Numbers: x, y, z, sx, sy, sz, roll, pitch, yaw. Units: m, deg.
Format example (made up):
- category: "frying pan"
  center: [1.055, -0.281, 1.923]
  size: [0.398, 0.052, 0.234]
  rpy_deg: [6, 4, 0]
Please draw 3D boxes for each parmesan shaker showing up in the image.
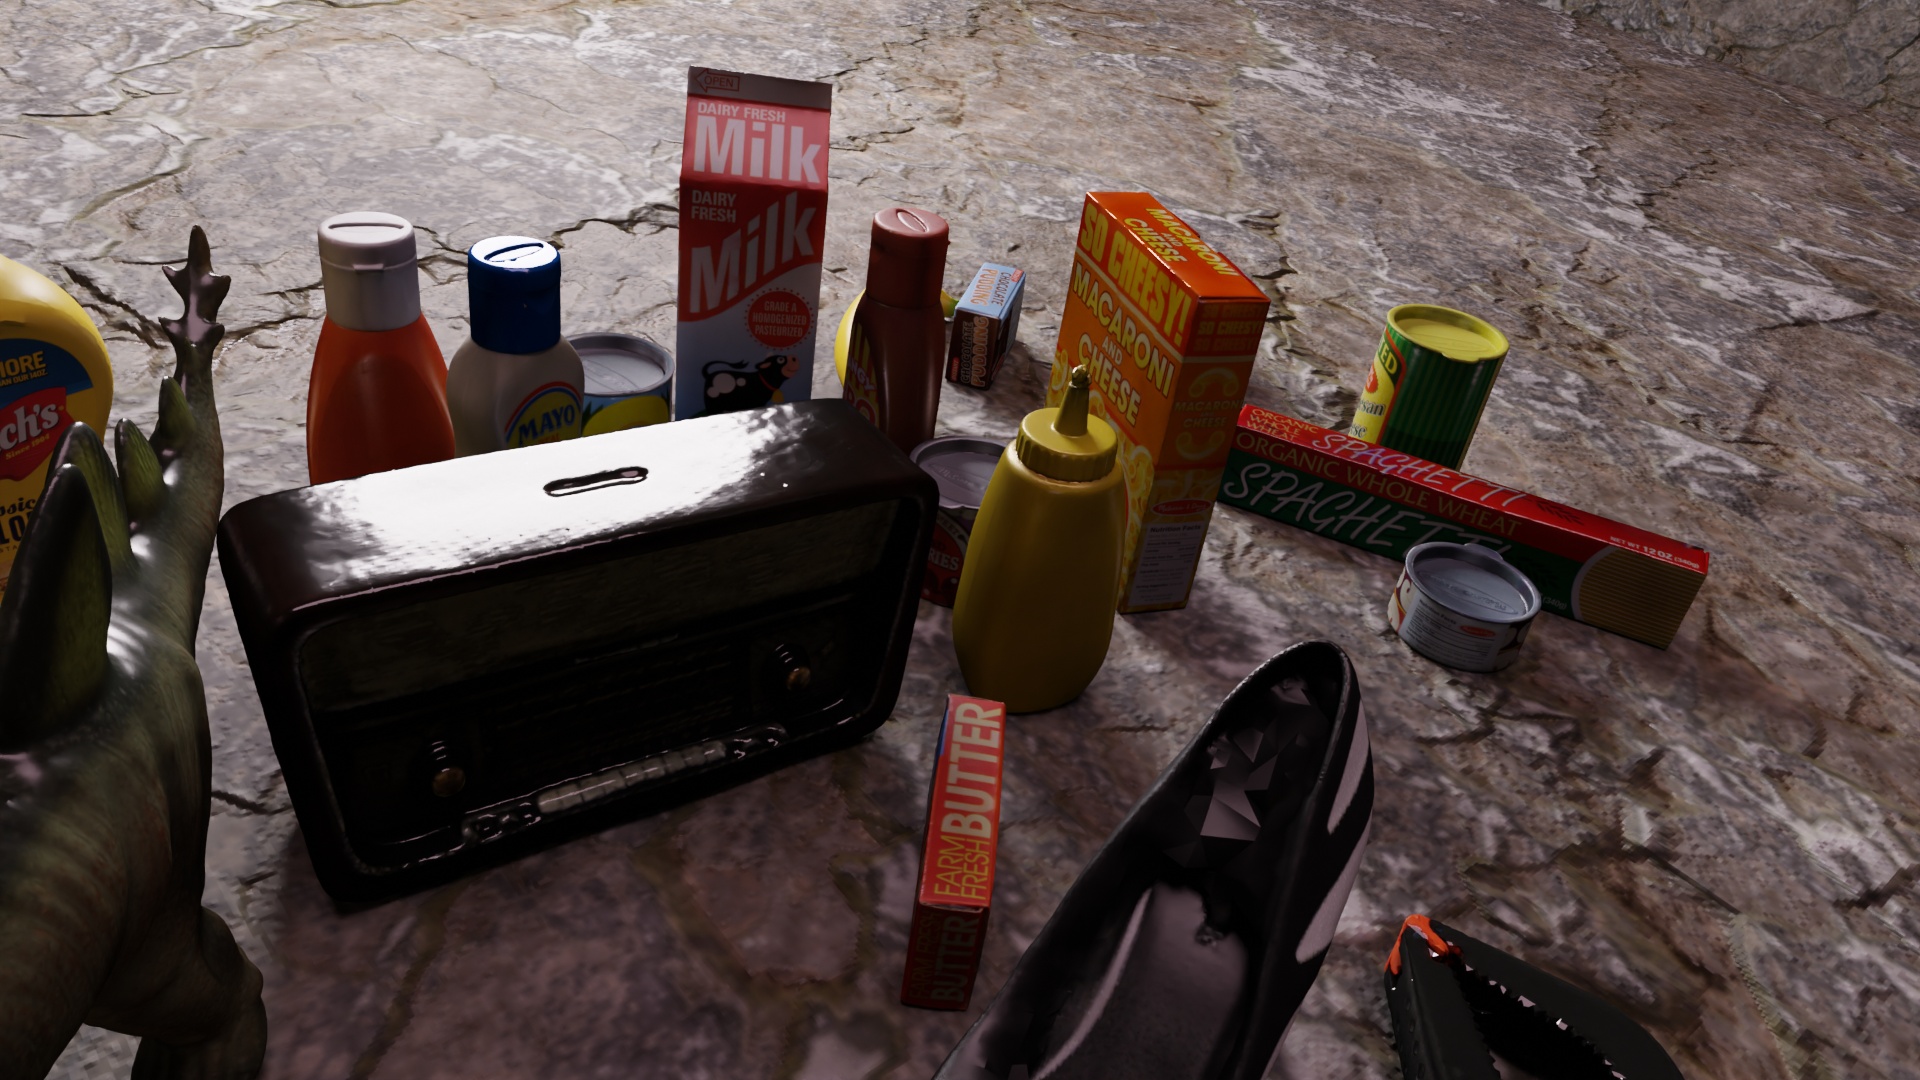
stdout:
- category: "parmesan shaker"
  center: [0.258, -0.071, 0.781]
  size: [0.071, 0.102, 0.072]
  rpy_deg: [7, 33, -5]

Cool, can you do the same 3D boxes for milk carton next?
- category: "milk carton"
  center: [-0.108, -0.145, 0.716]
  size: [0.072, 0.189, 0.074]
  rpy_deg: [4, 33, -10]

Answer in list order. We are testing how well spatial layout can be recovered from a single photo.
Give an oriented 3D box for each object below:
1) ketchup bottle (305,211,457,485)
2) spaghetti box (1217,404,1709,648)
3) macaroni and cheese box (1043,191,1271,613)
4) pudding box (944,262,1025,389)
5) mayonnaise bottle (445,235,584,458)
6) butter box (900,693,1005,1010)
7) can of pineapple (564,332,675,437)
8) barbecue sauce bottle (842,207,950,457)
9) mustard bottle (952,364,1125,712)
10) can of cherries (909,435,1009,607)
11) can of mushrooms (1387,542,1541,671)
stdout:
- category: "ketchup bottle"
  center: [-0.248, -0.064, 0.594]
  size: [0.065, 0.148, 0.044]
  rpy_deg: [-5, 36, -21]
- category: "spaghetti box"
  center: [0.257, -0.010, 0.737]
  size: [0.250, 0.050, 0.029]
  rpy_deg: [20, 34, 15]
- category: "macaroni and cheese box"
  center: [0.086, -0.068, 0.673]
  size: [0.040, 0.165, 0.124]
  rpy_deg: [-4, 35, -20]
- category: "pudding box"
  center: [0.016, -0.134, 0.861]
  size: [0.030, 0.049, 0.084]
  rpy_deg: [14, 33, 7]
- category: "mayonnaise bottle"
  center: [-0.190, -0.055, 0.597]
  size: [0.041, 0.147, 0.065]
  rpy_deg: [27, 37, 25]
- category: "butter box"
  center: [-0.001, 0.107, 0.489]
  size: [0.024, 0.052, 0.104]
  rpy_deg: [9, 33, -1]
- category: "can of pineapple"
  center: [-0.179, -0.064, 0.695]
  size: [0.071, 0.057, 0.071]
  rpy_deg: [7, 33, -5]
- category: "barbecue sauce bottle"
  center: [-0.033, -0.089, 0.690]
  size: [0.044, 0.147, 0.065]
  rpy_deg: [-8, 37, -26]
- category: "mustard bottle"
  center: [0.037, -0.003, 0.567]
  size: [0.065, 0.159, 0.049]
  rpy_deg: [-6, 36, -23]
- category: "can of cherries"
  center: [0.002, -0.008, 0.659]
  size: [0.071, 0.058, 0.072]
  rpy_deg: [7, 33, -5]
- category: "can of mushrooms"
  center: [0.249, 0.031, 0.687]
  size: [0.071, 0.033, 0.071]
  rpy_deg: [7, 33, -5]
